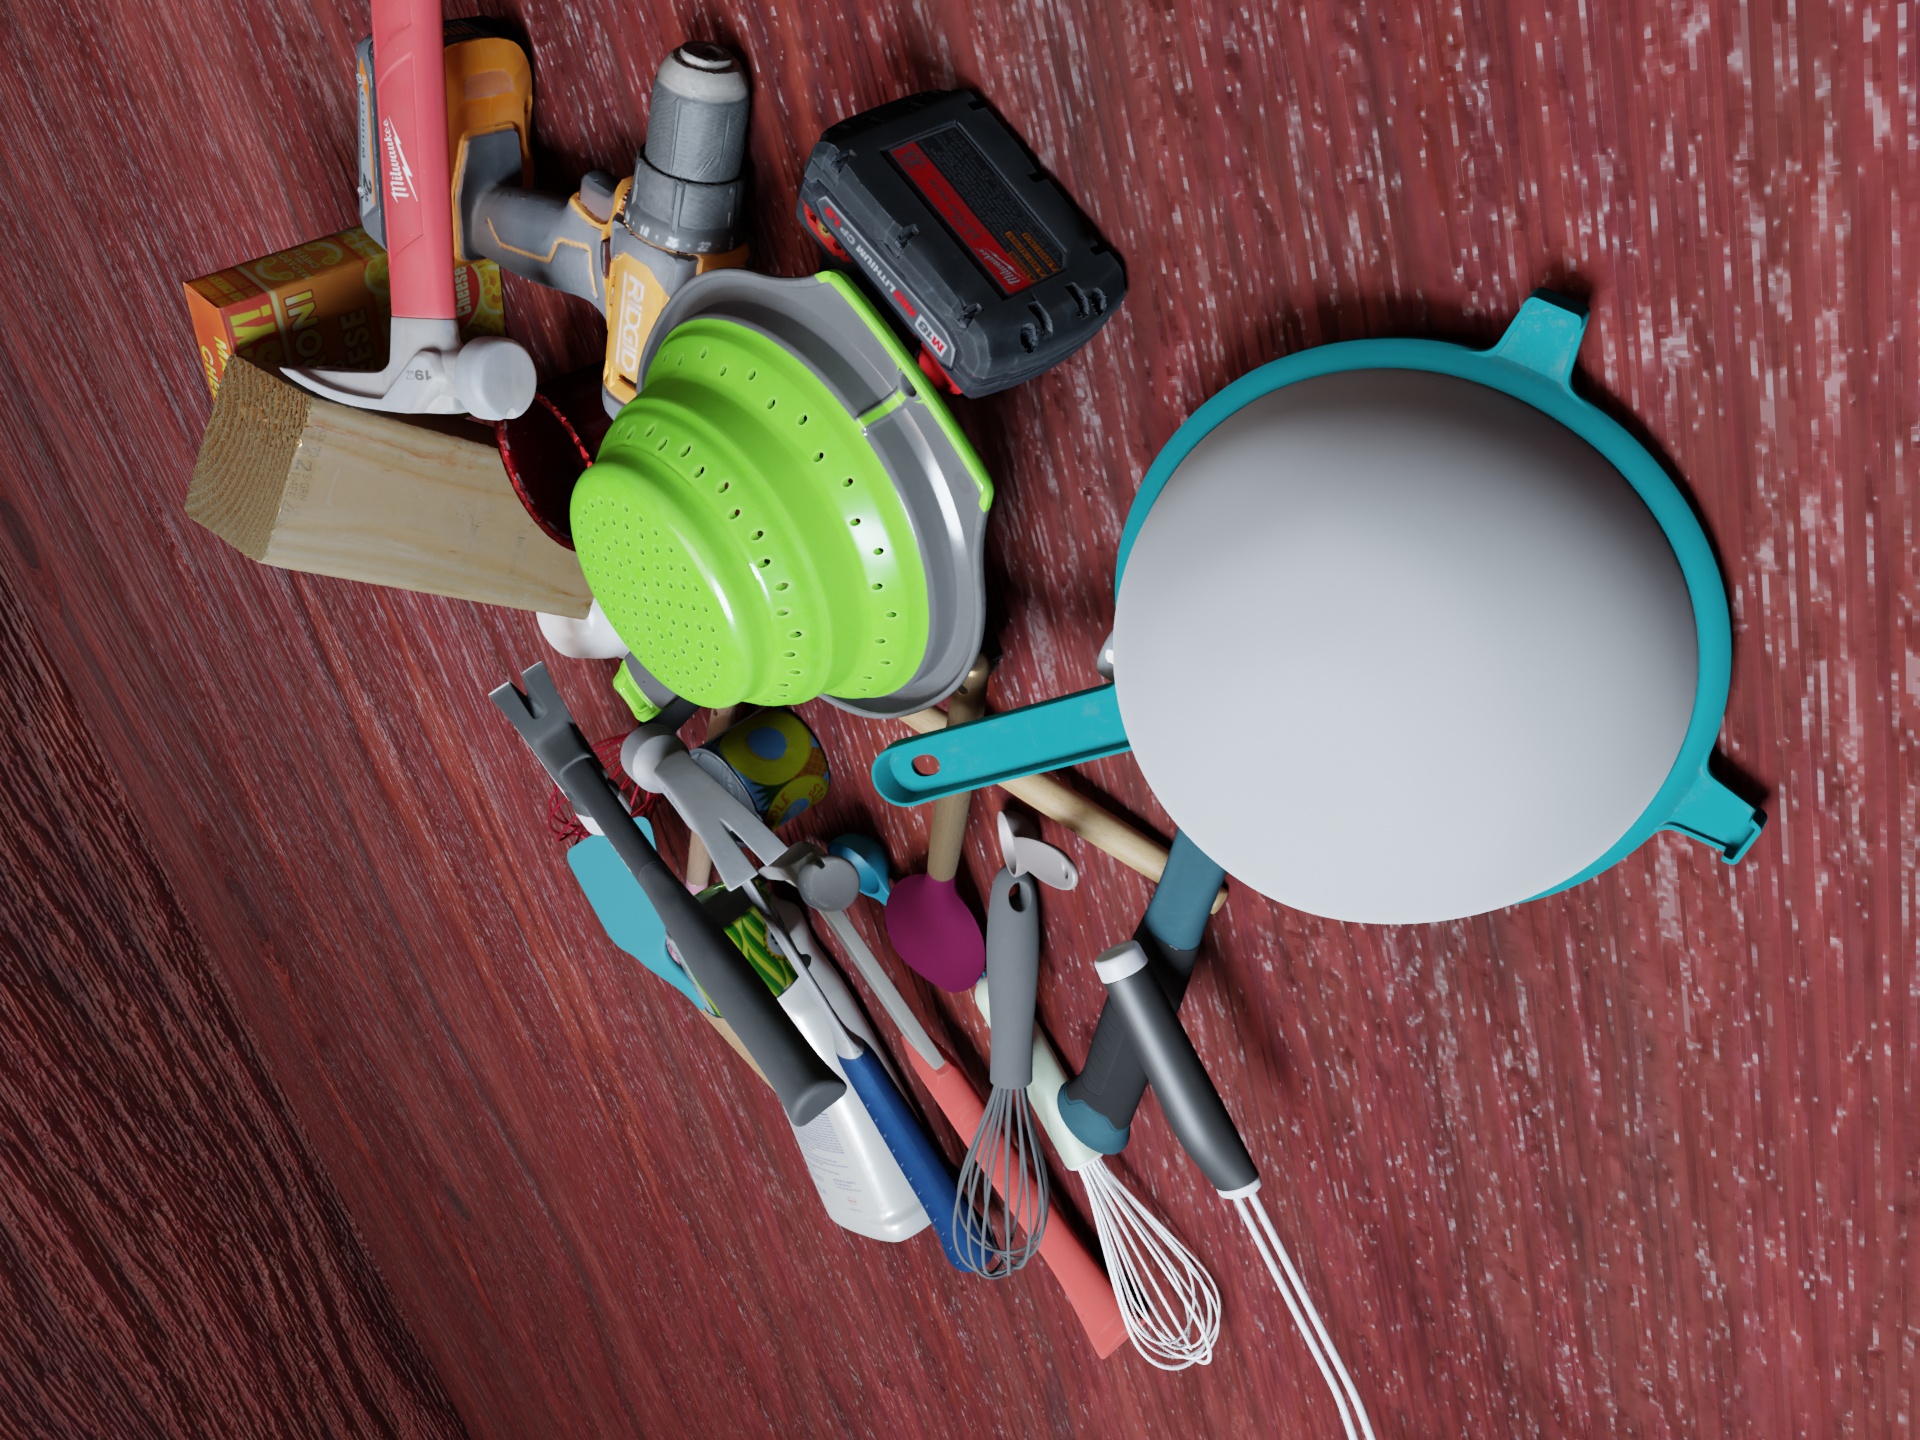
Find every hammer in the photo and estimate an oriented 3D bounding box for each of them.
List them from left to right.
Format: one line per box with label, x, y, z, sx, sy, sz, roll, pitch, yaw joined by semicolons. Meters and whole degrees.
hammer;-0.259;-0.335;0.711;0.143;0.038;0.386;11;108;29
hammer;-0.157;0.093;0.854;0.335;0.035;0.146;44;163;41
hammer;-0.066;0.182;0.906;0.144;0.035;0.405;32;153;55
hammer;-0.003;0.226;0.950;0.359;0.037;0.149;56;163;-7
hammer;0.092;0.102;0.724;0.128;0.033;0.330;31;139;18

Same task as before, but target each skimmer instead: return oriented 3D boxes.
skimmer;0.169;0.250;0.736;0.127;0.090;0.363;-23;97;44

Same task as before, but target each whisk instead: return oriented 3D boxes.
whisk;-0.204;0.016;1.024;0.073;0.073;0.295;53;139;5
whisk;0.024;0.190;0.850;0.055;0.055;0.239;13;107;45
whisk;0.074;0.250;0.886;0.246;0.058;0.059;61;158;1

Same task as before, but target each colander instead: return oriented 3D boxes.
colander;-0.128;-0.050;0.726;0.204;0.094;0.397;55;149;-1

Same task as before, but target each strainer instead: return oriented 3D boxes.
strainer;-0.203;-0.078;0.962;0.086;0.050;0.258;49;145;-18
strainer;0.081;0.003;0.557;0.340;0.095;0.211;-15;106;37

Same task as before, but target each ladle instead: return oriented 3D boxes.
ladle;-0.001;-0.003;0.786;0.320;0.062;0.078;32;140;21

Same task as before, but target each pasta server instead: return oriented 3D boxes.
pasta server;-0.165;0.084;1.050;0.060;0.040;0.316;41;141;21

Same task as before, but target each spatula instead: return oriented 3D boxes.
spatula;-0.151;0.202;1.090;0.082;0.044;0.317;-24;115;32

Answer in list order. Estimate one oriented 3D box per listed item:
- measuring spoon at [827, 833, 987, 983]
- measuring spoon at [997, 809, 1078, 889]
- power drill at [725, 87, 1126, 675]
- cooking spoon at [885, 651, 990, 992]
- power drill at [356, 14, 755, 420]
measuring spoon;-0.023;0.108;0.918;0.128;0.021;0.042;40;150;7
measuring spoon;0.041;0.063;0.760;0.124;0.018;0.034;-166;65;-76
power drill;-0.019;-0.124;0.672;0.188;0.080;0.226;52;148;7
cooking spoon;-0.008;0.063;0.806;0.069;0.017;0.318;33;149;16
power drill;-0.190;-0.262;0.764;0.226;0.084;0.185;36;134;20
